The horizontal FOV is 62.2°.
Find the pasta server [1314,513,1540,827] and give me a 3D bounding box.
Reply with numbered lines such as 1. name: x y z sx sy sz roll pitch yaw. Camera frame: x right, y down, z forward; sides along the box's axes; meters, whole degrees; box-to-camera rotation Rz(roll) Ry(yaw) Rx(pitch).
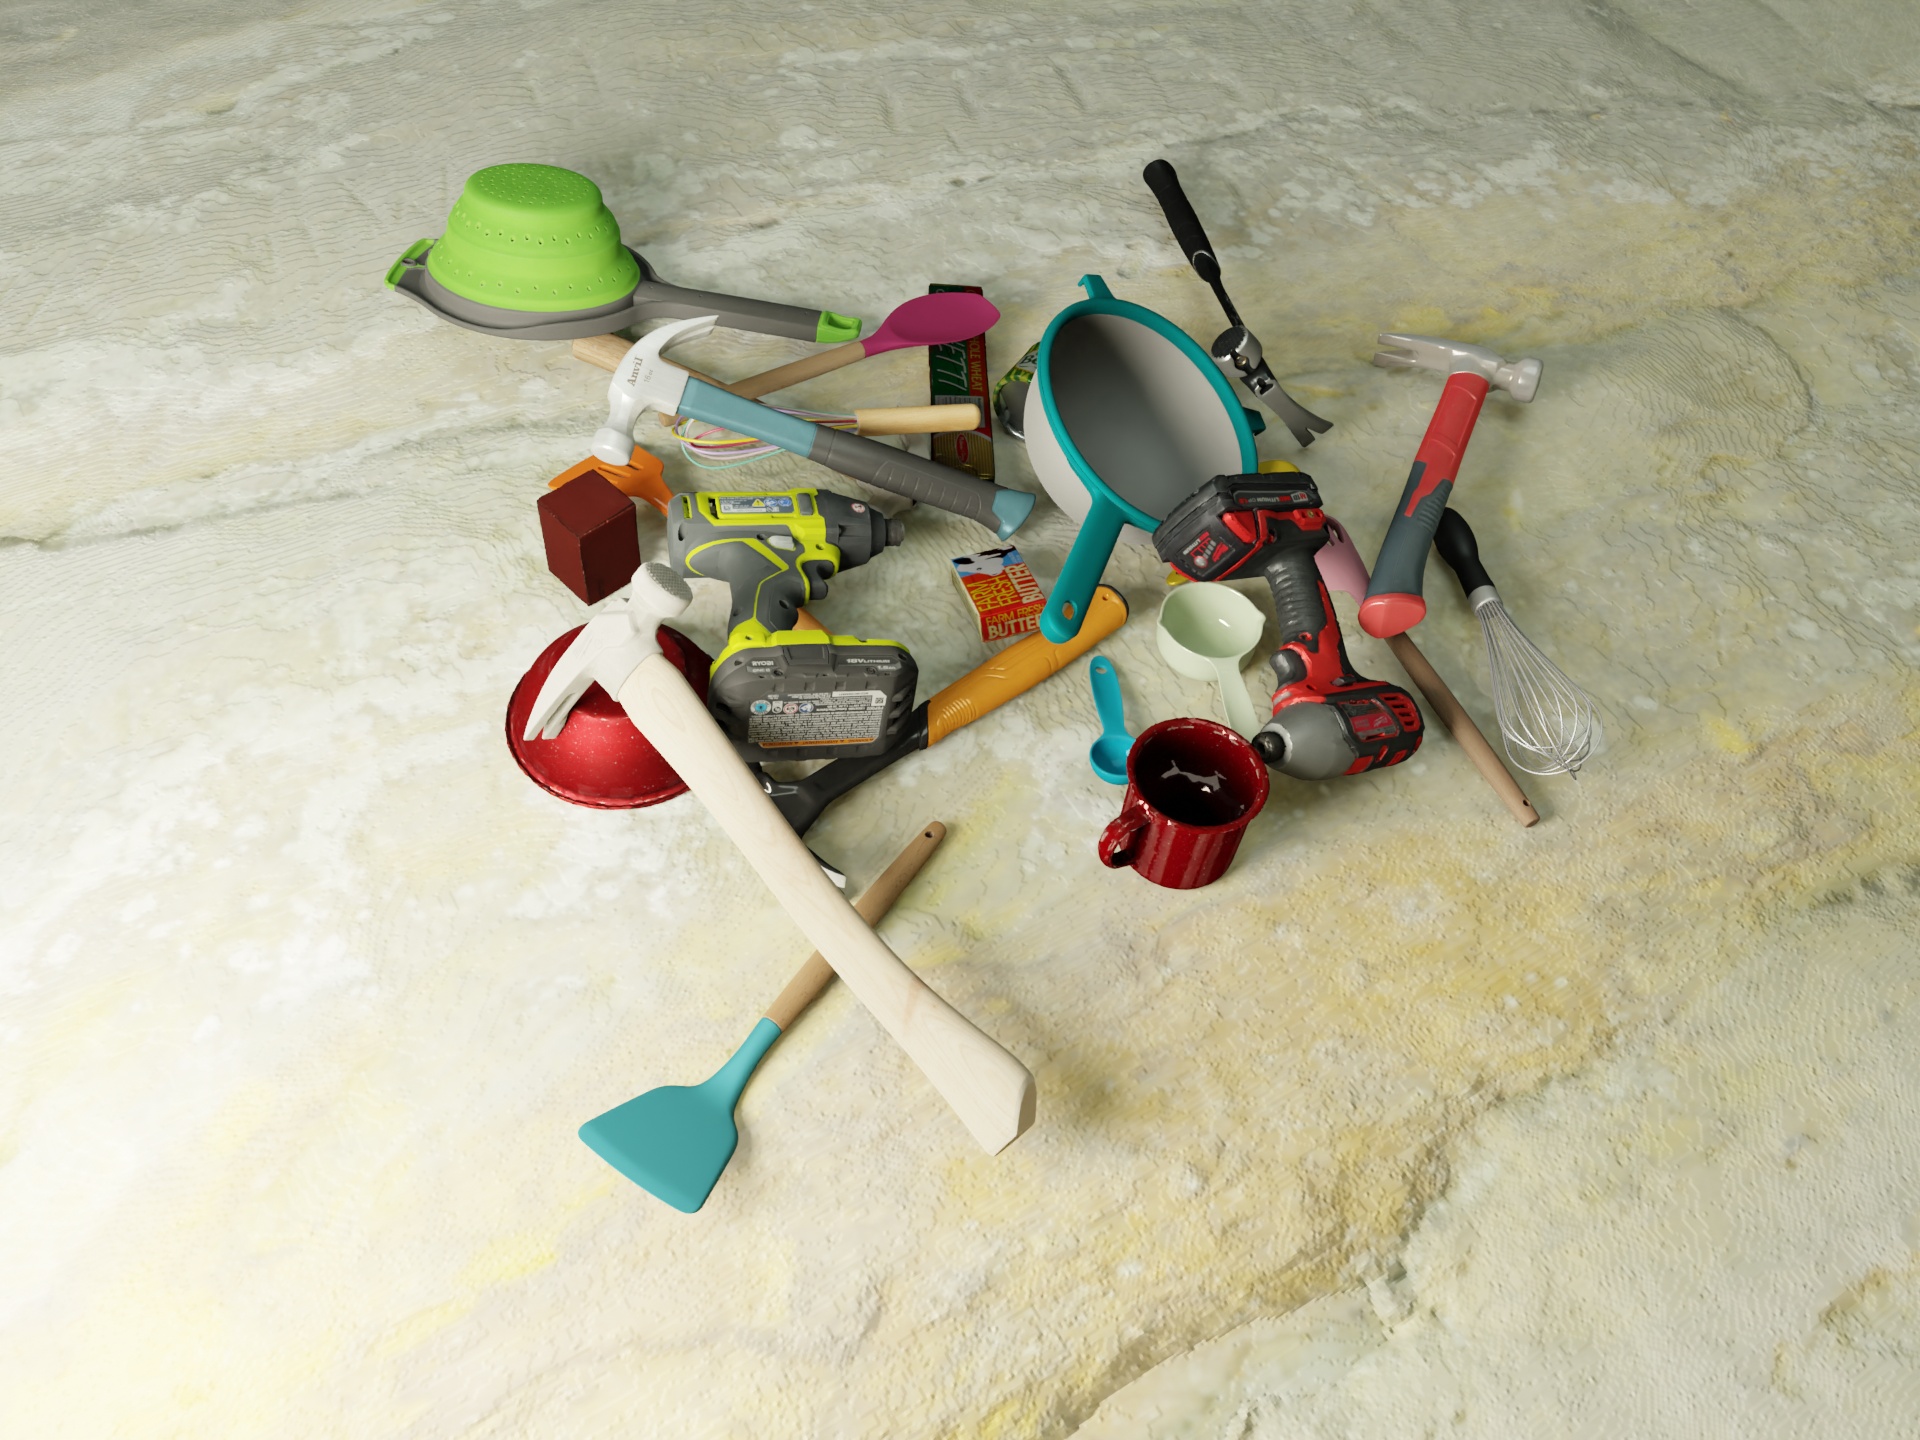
1. pasta server: 0.333 -0.046 1.193 0.060 0.040 0.316 -18 59 -19

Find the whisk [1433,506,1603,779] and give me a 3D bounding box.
1. whisk: 0.408 -0.066 1.200 0.070 0.070 0.285 -2 46 -7

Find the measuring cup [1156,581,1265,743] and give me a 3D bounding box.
1. measuring cup: 0.189 -0.027 1.155 0.083 0.038 0.168 -4 55 -9

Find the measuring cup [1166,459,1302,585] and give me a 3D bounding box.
1. measuring cup: 0.214 -0.158 1.256 0.156 0.029 0.062 -39 39 -25

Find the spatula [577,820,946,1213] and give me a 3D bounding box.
1. spatula: -0.097 0.163 0.969 0.082 0.044 0.317 30 54 15

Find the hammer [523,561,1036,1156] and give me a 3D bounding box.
1. hammer: -0.107 0.097 0.958 0.411 0.146 0.038 48 20 16

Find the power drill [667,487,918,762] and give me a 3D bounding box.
1. power drill: -0.108 -0.079 1.103 0.171 0.080 0.223 -3 45 -15

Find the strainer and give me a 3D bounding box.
1. strainer: 0.103 -0.169 1.207 0.211 0.095 0.341 36 53 -15

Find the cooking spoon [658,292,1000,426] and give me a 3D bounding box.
1. cooking spoon: -0.104 -0.297 1.310 0.319 0.017 0.069 -25 57 -25

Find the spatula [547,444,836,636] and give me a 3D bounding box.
1. spatula: -0.181 -0.121 1.201 0.323 0.041 0.081 40 57 19

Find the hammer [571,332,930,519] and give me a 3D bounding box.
1. hammer: -0.173 -0.253 1.299 0.331 0.031 0.130 26 54 15

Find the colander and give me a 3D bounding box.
1. colander: -0.277 -0.392 1.337 0.397 0.094 0.205 9 38 -2

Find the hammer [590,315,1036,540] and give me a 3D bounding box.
1. hammer: -0.099 -0.205 1.198 0.331 0.033 0.128 18 75 -15

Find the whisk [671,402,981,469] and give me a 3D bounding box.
1. whisk: -0.102 -0.228 1.239 0.245 0.047 0.051 -6 93 -15

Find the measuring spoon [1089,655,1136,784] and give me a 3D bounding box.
1. measuring spoon: 0.107 0.002 1.140 0.042 0.021 0.129 0 43 -5

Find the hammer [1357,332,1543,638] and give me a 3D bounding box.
1. hammer: 0.364 -0.199 1.278 0.143 0.038 0.386 16 46 18

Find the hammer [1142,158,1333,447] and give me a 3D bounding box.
1. hammer: 0.229 -0.393 1.420 0.149 0.036 0.409 35 29 -37

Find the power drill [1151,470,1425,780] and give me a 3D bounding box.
1. power drill: 0.227 -0.061 1.116 0.143 0.078 0.220 -9 70 -36

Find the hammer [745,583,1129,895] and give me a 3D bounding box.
1. hammer: -0.002 -0.004 1.117 0.337 0.034 0.127 -33 61 -28
